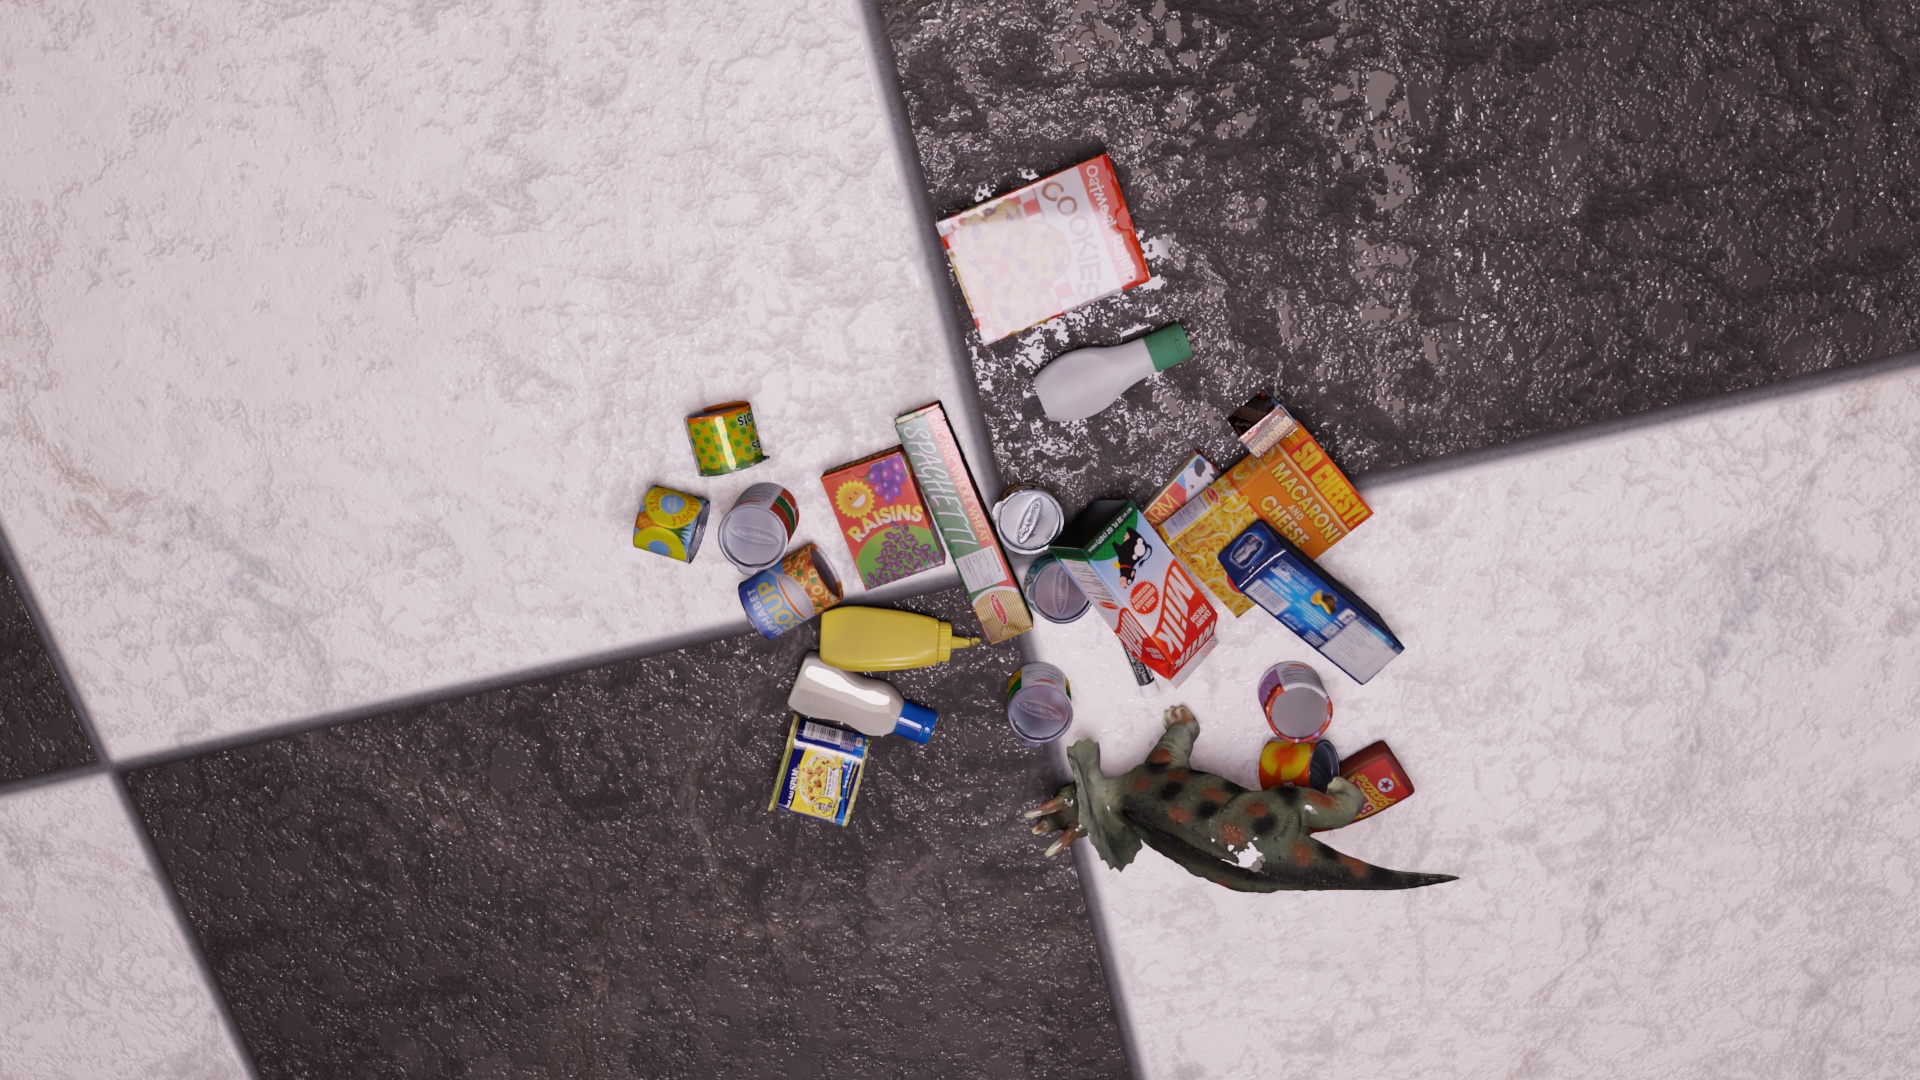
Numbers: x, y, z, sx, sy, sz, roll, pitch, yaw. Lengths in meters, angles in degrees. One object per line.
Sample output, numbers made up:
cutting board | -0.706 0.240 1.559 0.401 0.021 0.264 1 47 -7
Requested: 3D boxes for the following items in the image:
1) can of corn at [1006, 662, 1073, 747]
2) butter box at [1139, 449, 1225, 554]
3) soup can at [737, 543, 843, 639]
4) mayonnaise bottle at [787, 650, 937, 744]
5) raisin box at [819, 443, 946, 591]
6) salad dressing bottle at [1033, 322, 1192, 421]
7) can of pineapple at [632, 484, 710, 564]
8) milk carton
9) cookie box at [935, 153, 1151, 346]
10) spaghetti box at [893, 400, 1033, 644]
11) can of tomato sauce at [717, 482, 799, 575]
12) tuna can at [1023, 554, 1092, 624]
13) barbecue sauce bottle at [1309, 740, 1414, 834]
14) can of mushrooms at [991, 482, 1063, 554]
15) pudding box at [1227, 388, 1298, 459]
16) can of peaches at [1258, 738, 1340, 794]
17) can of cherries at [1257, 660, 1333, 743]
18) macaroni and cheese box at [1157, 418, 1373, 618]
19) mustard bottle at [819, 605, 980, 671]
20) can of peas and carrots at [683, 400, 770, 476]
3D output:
can of corn | 0.079 0.166 1.406 0.071 0.058 0.071 1 107 2
butter box | 0.216 -0.034 1.358 0.053 0.024 0.103 39 104 -9
soup can | -0.168 0.051 1.375 0.083 0.071 0.071 -30 104 11
mayonnaise bottle | -0.099 0.167 1.424 0.148 0.041 0.064 22 103 -5
raisin box | -0.075 -0.023 1.366 0.086 0.040 0.123 -18 105 9
salad dressing bottle | 0.145 -0.161 1.313 0.147 0.044 0.064 -22 103 8
can of pineapple | -0.283 -0.017 1.361 0.058 0.071 0.070 17 107 -2
milk carton | 0.178 0.054 1.344 0.072 0.073 0.190 -44 108 -17
cookie box | 0.077 -0.268 1.284 0.167 0.040 0.122 -20 105 8
spaghetti box | 0.005 -0.017 1.369 0.050 0.029 0.249 -21 105 8
can of tomato sauce | -0.194 -0.013 1.350 0.071 0.083 0.071 1 107 2
tuna can | 0.095 0.047 1.373 0.071 0.033 0.071 -2 99 -14
barbecue sauce bottle | 0.388 0.268 1.433 0.148 0.044 0.064 -32 104 12
can of mushrooms | 0.065 -0.023 1.360 0.071 0.033 0.070 -1 106 -2
pudding box | 0.283 -0.110 1.301 0.049 0.084 0.030 -40 101 13
can of peaches | 0.341 0.235 1.401 0.058 0.071 0.071 -5 111 41
can of cherries | 0.336 0.165 1.395 0.071 0.058 0.071 1 107 2
macaroni and cheese box | 0.293 -0.020 1.335 0.166 0.040 0.123 -39 120 12
mustard bottle | -0.060 0.101 1.393 0.160 0.048 0.065 4 78 -5
can of peas and carrots | -0.225 -0.099 1.335 0.071 0.071 0.058 -11 106 6
